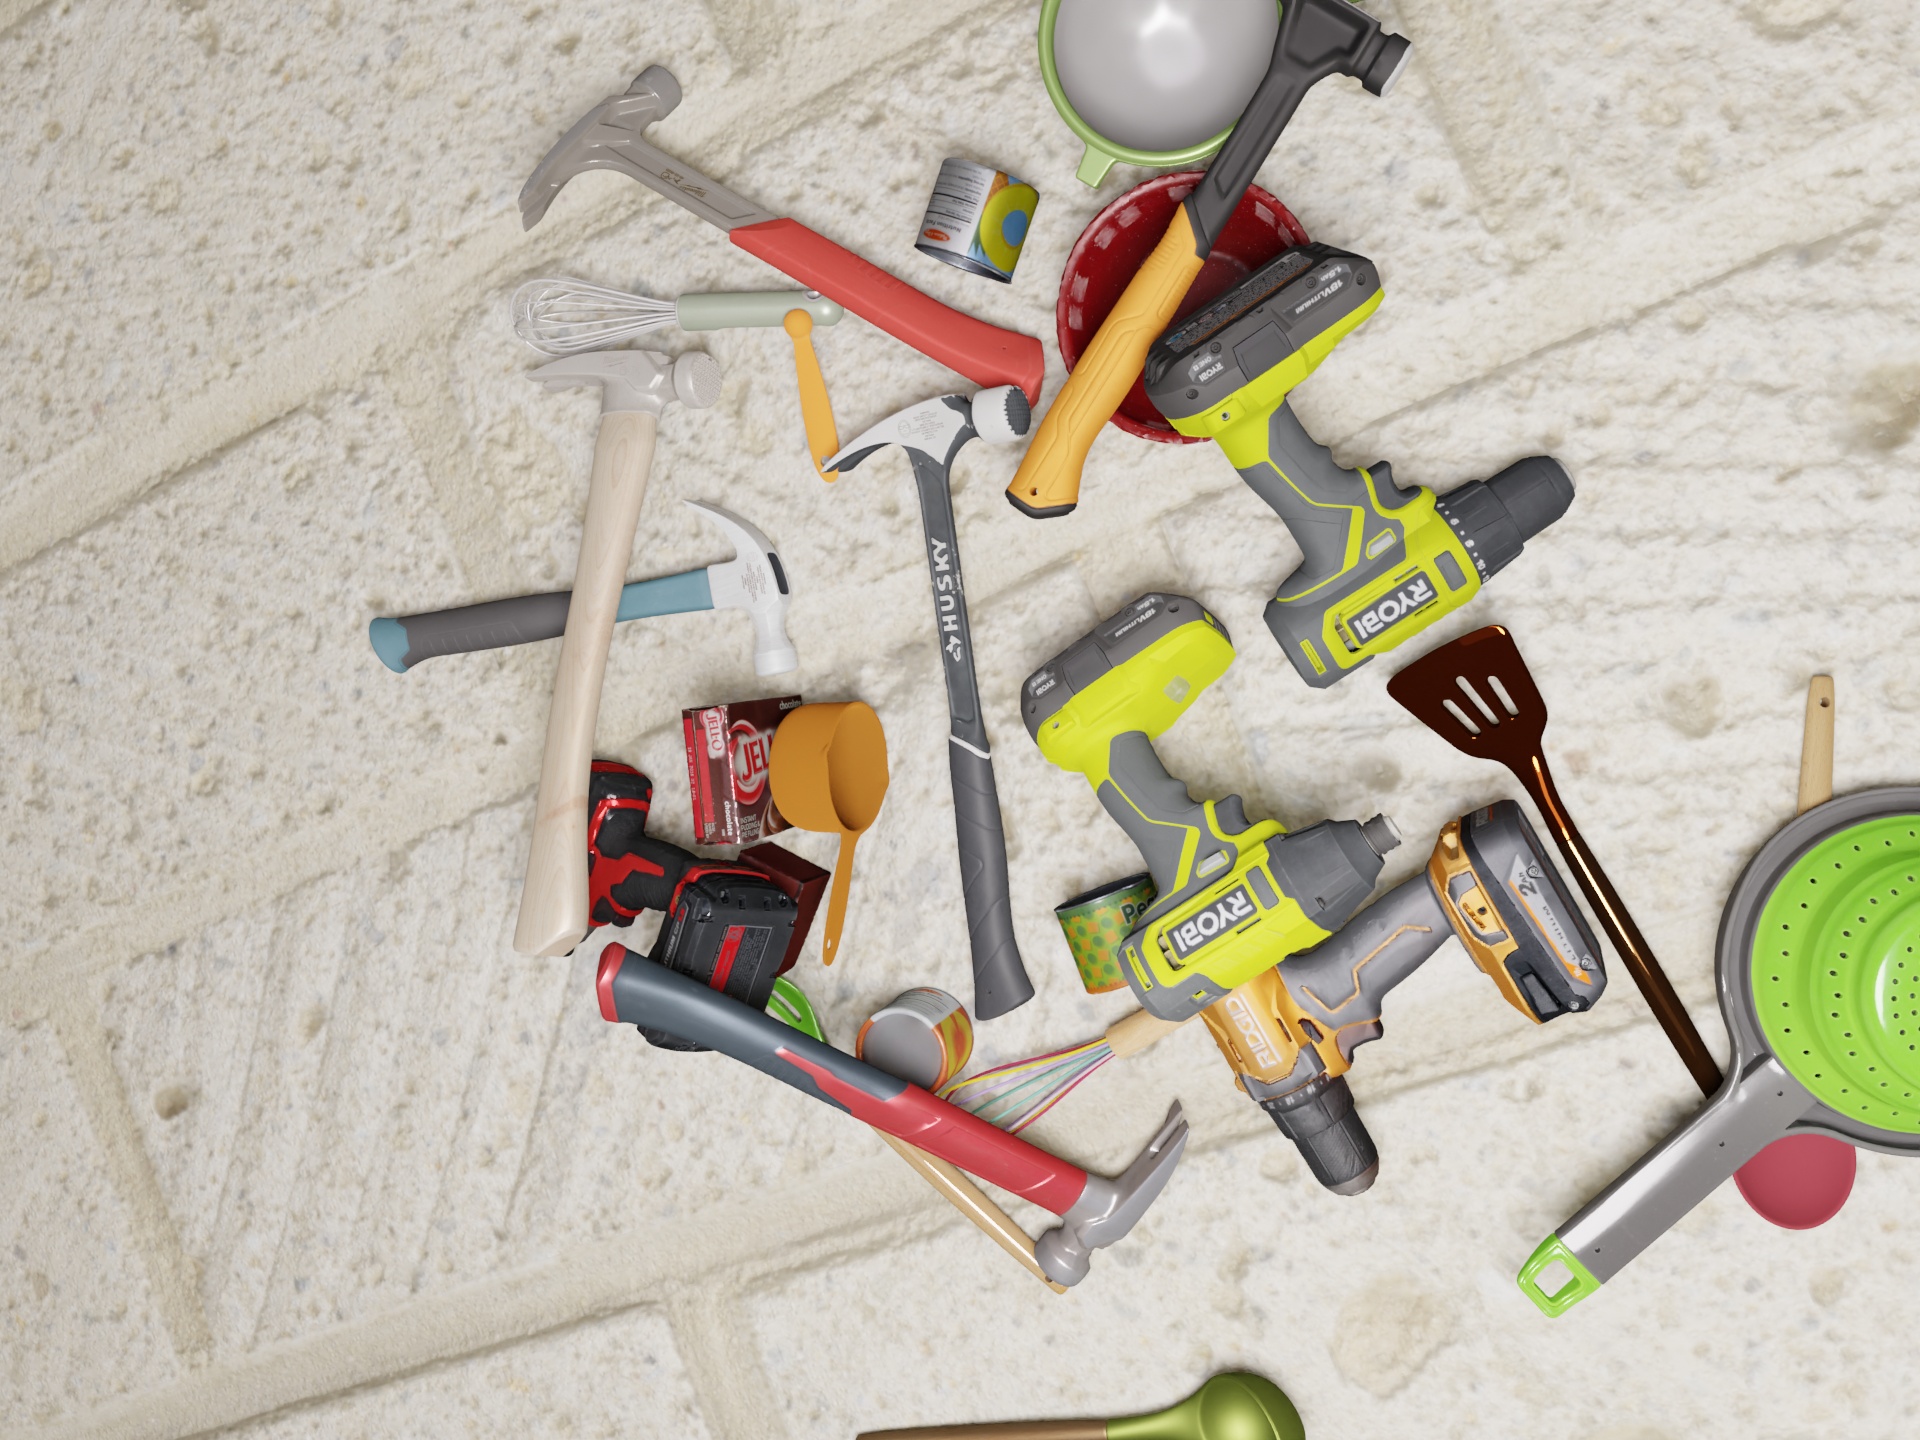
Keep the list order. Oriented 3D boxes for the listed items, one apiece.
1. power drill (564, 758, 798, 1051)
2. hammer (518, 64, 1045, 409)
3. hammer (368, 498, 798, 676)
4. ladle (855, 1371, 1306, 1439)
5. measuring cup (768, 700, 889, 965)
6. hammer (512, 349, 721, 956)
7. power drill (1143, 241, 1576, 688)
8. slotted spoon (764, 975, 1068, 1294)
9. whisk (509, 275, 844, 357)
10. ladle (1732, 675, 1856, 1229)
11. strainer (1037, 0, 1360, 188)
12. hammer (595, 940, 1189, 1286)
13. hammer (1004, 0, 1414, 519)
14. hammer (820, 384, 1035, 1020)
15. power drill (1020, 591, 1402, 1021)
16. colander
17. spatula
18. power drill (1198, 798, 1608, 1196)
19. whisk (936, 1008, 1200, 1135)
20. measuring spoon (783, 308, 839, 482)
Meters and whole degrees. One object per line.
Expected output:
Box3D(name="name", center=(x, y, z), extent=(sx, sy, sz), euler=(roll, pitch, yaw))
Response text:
Box3D(name="power drill", center=(-0.214, 0.127, 1.069), extent=(0.220, 0.078, 0.143), euler=(29, 103, 44))
Box3D(name="hammer", center=(-0.106, -0.296, 1.037), extent=(0.359, 0.036, 0.149), euler=(32, 68, 9))
Box3D(name="hammer", center=(-0.276, -0.076, 1.132), extent=(0.331, 0.033, 0.128), euler=(-8, 92, 18))
Box3D(name="ladle", center=(0.070, 0.477, 1.051), extent=(0.320, 0.062, 0.078), euler=(-12, 88, 21))
Box3D(name="measuring cup", center=(-0.095, 0.072, 1.044), extent=(0.052, 0.095, 0.174), euler=(3, 79, 24))
Box3D(name="hammer", center=(-0.259, -0.050, 1.069), extent=(0.146, 0.038, 0.411), euler=(4, 81, 25))
Box3D(name="power drill", center=(0.229, -0.153, 0.911), extent=(0.190, 0.080, 0.228), euler=(-33, 111, 9))
Box3D(name="slotted spoon", center=(-0.048, 0.282, 1.090), extent=(0.314, 0.031, 0.070), euler=(40, 104, 9))
Box3D(name="whisk", center=(-0.197, -0.279, 1.091), extent=(0.246, 0.058, 0.059), euler=(2, 129, 14))
Box3D(name="ladle", center=(0.483, 0.132, 0.911), extent=(0.069, 0.031, 0.315), euler=(3, 93, 8))
Box3D(name="strainer", center=(0.176, -0.418, 0.950), extent=(0.256, 0.069, 0.151), euler=(-11, 96, 12))
Box3D(name="hammer", center=(-0.043, 0.222, 0.983), extent=(0.386, 0.038, 0.143), euler=(30, 106, -17))
Box3D(name="hammer", center=(0.117, -0.271, 0.930), extent=(0.127, 0.034, 0.337), euler=(32, 104, 5))
Box3D(name="hammer", center=(-0.002, -0.003, 1.041), extent=(0.149, 0.036, 0.409), euler=(-4, 96, 33))
Box3D(name="power drill", center=(0.141, 0.041, 0.939), extent=(0.171, 0.080, 0.223), euler=(-36, 58, 17))
Box3D(name="colander", center=(0.464, 0.196, 0.855), extent=(0.397, 0.094, 0.204), euler=(-44, 84, 7))
Box3D(name="spatula", center=(0.368, 0.094, 0.937), extent=(0.081, 0.041, 0.322), euler=(-32, 85, 34))
Box3D(name="power drill", center=(0.261, 0.169, 0.940), extent=(0.226, 0.084, 0.185), euler=(-30, 91, 21))
Box3D(name="whisk", center=(0.079, 0.219, 1.037), extent=(0.245, 0.051, 0.047), euler=(-32, 79, 14))
Box3D(name="measuring spoon", center=(-0.099, -0.216, 1.064), extent=(0.021, 0.011, 0.117), euler=(-7, 106, 13))
